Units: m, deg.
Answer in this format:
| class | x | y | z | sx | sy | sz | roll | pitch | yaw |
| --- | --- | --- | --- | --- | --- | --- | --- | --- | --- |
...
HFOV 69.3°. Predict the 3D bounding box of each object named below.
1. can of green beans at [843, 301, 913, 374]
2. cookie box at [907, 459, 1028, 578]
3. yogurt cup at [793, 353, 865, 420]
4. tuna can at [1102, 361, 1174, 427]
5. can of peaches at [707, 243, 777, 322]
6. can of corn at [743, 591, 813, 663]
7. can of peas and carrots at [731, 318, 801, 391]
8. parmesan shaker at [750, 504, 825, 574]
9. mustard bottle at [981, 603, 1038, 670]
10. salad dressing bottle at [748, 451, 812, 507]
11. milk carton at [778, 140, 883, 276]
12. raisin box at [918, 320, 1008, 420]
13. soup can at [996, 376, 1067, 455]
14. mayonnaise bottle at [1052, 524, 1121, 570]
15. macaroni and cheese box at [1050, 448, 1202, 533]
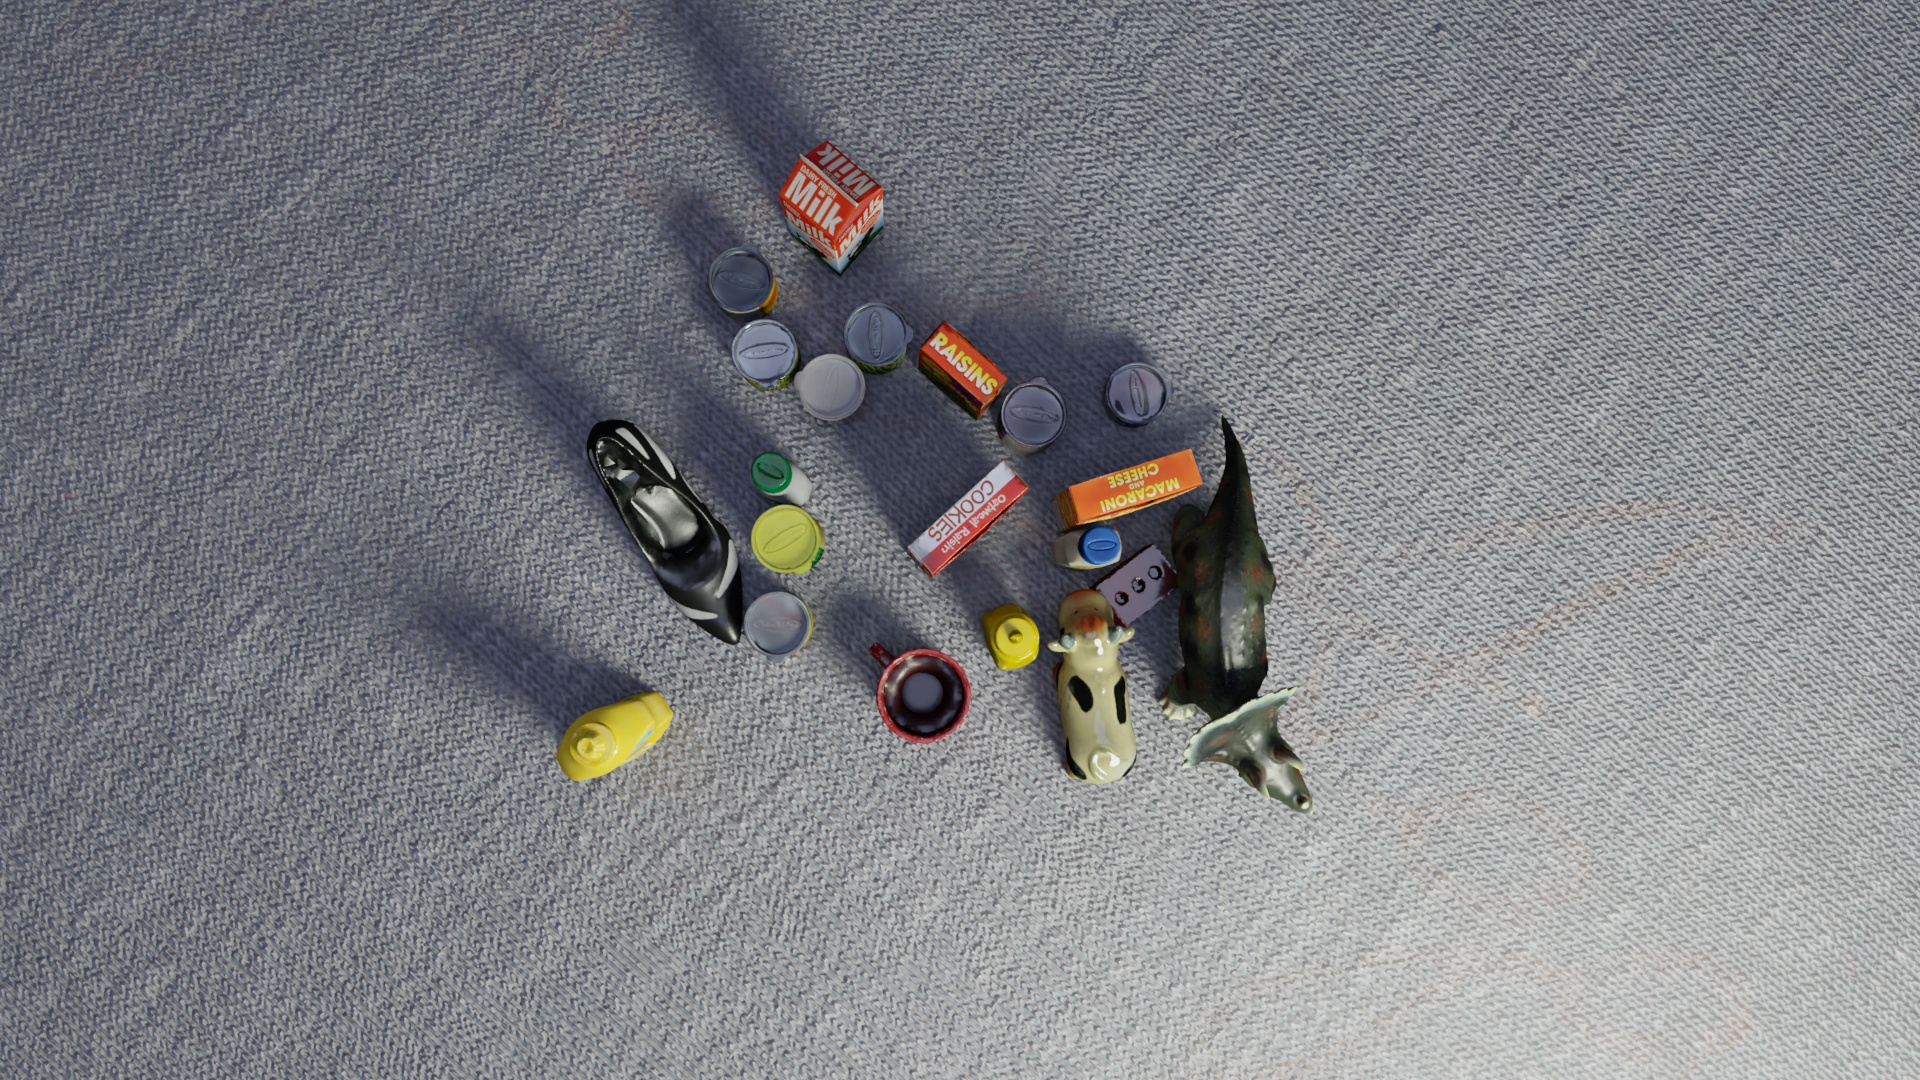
| class | x | y | z | sx | sy | sz | roll | pitch | yaw |
| --- | --- | --- | --- | --- | --- | --- | --- | --- | --- |
| can of green beans | -0.086 | -0.206 | 1.426 | 0.071 | 0.058 | 0.071 | 0 | 87 | -2 |
| cookie box | 0.005 | -0.017 | 1.364 | 0.123 | 0.167 | 0.040 | -43 | 90 | -4 |
| yogurt cup | -0.131 | -0.154 | 1.423 | 0.072 | 0.054 | 0.072 | 0 | 87 | -2 |
| tuna can | 0.184 | -0.152 | 1.447 | 0.071 | 0.033 | 0.071 | 0 | 87 | -2 |
| can of peaches | -0.221 | -0.263 | 1.424 | 0.071 | 0.058 | 0.071 | 0 | 87 | -2 |
| can of corn | -0.183 | 0.087 | 1.405 | 0.071 | 0.058 | 0.071 | 0 | 87 | -2 |
| can of peas and carrots | -0.197 | -0.186 | 1.420 | 0.071 | 0.058 | 0.071 | 0 | 87 | -2 |
| parmesan shaker | -0.169 | 0.003 | 1.388 | 0.071 | 0.103 | 0.071 | 0 | 87 | -2 |
| mustard bottle | 0.051 | 0.096 | 1.364 | 0.049 | 0.160 | 0.065 | -19 | 88 | -3 |
| salad dressing bottle | -0.180 | -0.061 | 1.369 | 0.064 | 0.147 | 0.044 | 27 | 87 | -1 |
| milk carton | -0.125 | -0.328 | 1.365 | 0.072 | 0.190 | 0.073 | 40 | 87 | 0 |
| raisin box | 0.001 | -0.168 | 1.395 | 0.086 | 0.123 | 0.040 | 42 | 87 | 0 |
| soup can | 0.072 | -0.126 | 1.415 | 0.071 | 0.083 | 0.071 | 0 | 87 | -2 |
| mayonnaise bottle | 0.129 | 0.008 | 1.378 | 0.065 | 0.148 | 0.041 | -4 | 88 | -2 |
| macaroni and cheese box | 0.161 | -0.046 | 1.373 | 0.124 | 0.166 | 0.040 | -17 | 88 | -3 |
